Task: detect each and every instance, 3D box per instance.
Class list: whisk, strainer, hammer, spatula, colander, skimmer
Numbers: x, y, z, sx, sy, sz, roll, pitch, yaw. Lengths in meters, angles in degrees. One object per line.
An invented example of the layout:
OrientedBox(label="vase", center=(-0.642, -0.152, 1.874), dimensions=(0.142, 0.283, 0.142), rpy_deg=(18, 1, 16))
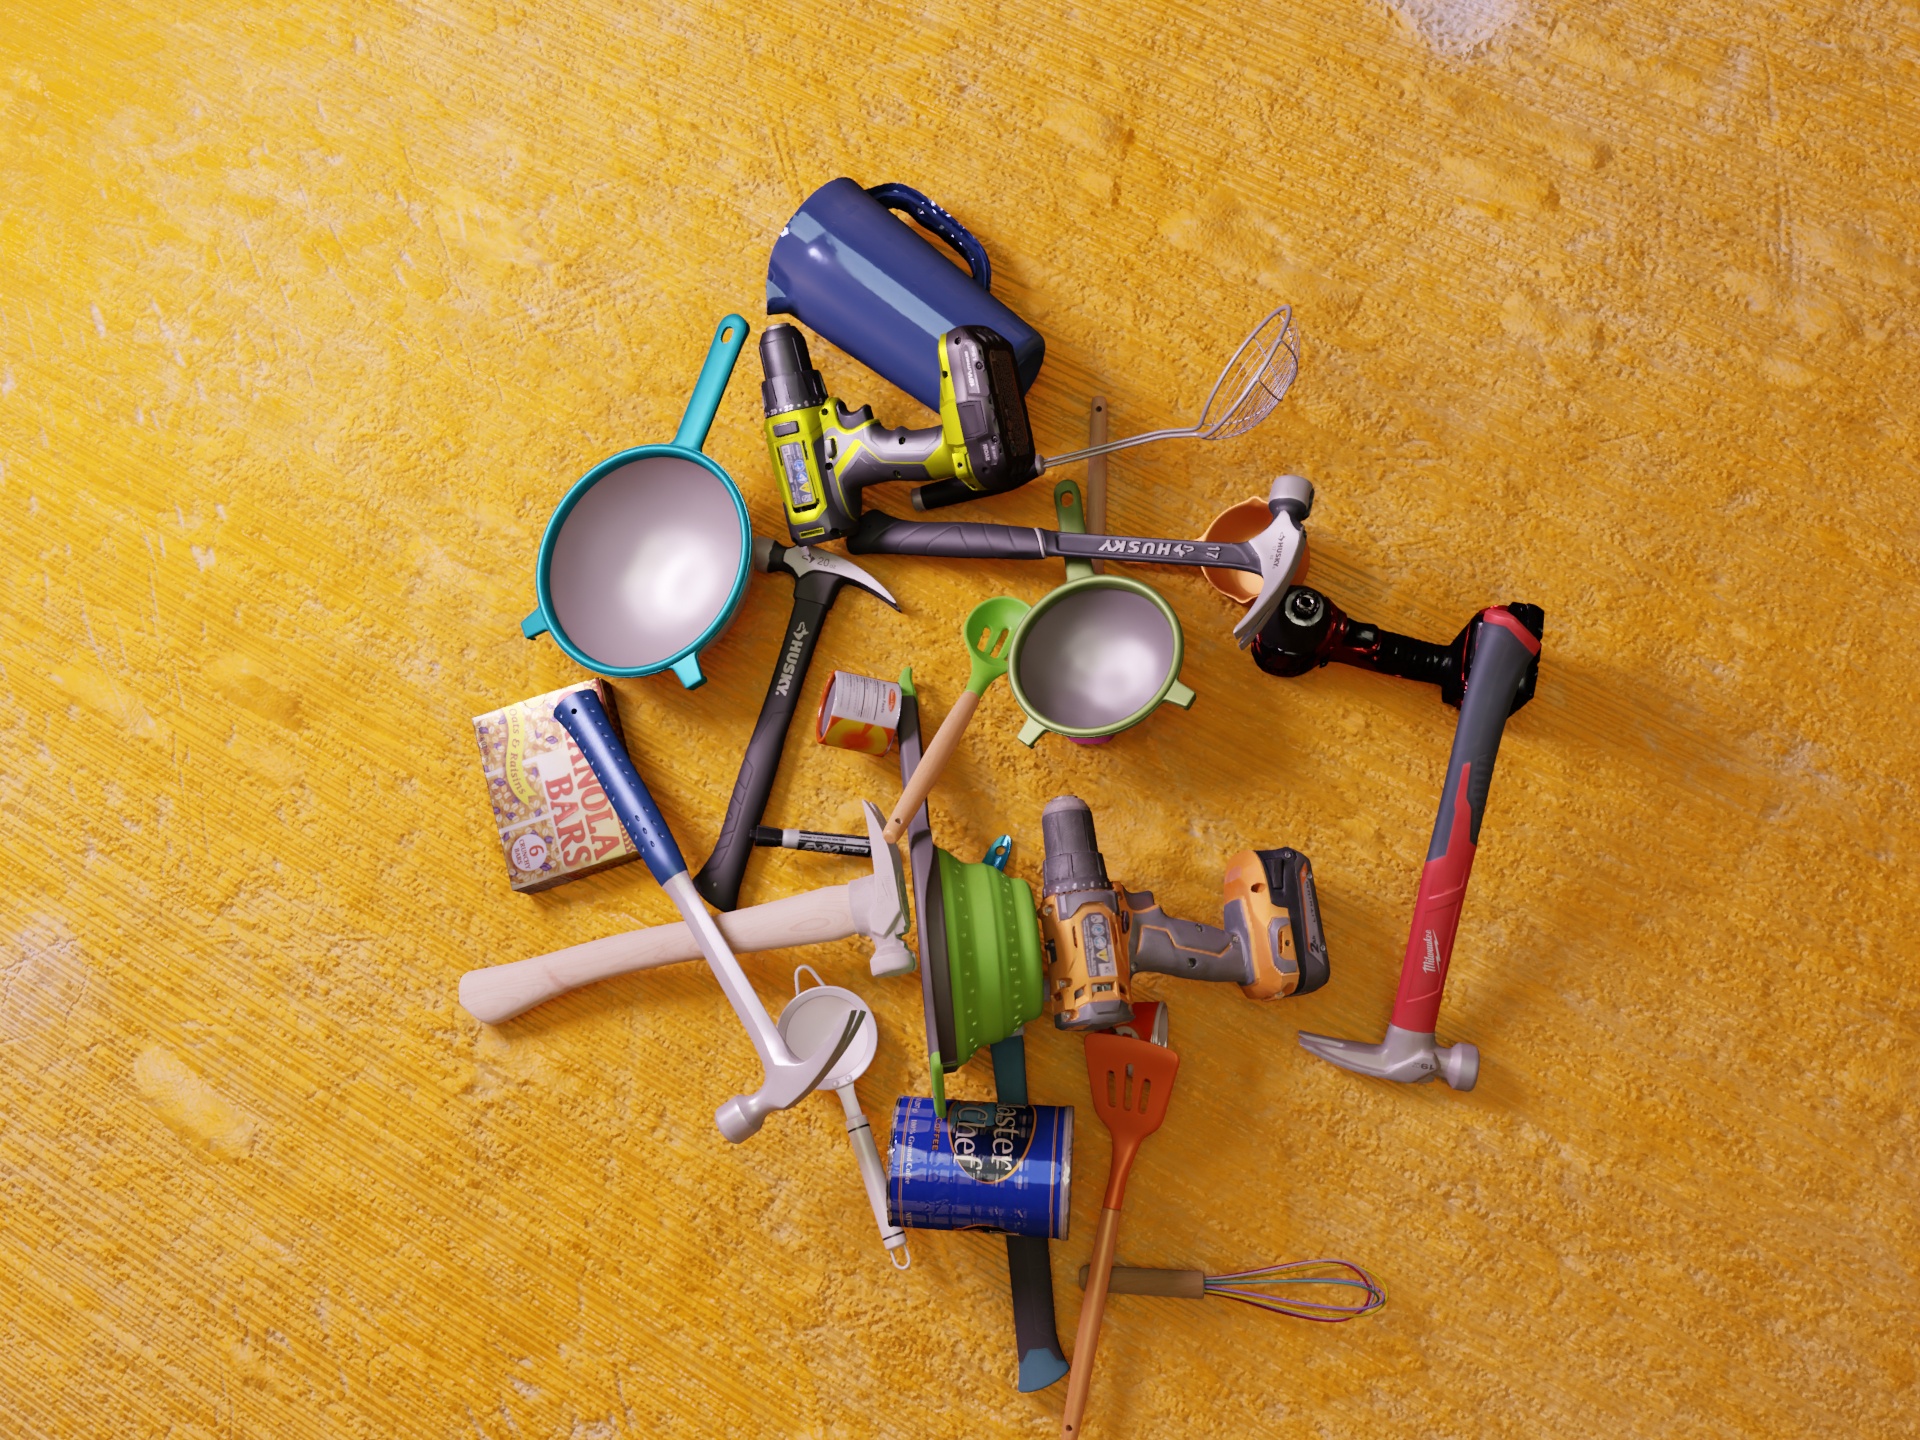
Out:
OrientedBox(label="whisk", center=(0.218, 0.453, 1.279), dimensions=(0.245, 0.051, 0.047), rpy_deg=(0, 58, 11))
OrientedBox(label="strainer", center=(-0.090, 0.329, 1.324), dimensions=(0.087, 0.050, 0.259), rpy_deg=(-20, 73, -2))
OrientedBox(label="strainer", center=(0.114, -0.089, 1.371), dimensions=(0.151, 0.069, 0.257), rpy_deg=(-15, 60, 14))
OrientedBox(label="hammer", center=(0.051, 0.377, 1.313), dimensions=(0.128, 0.033, 0.331), rpy_deg=(-7, 78, 5))
OrientedBox(label="hammer", center=(0.085, -0.144, 1.350), dimensions=(0.409, 0.036, 0.149), rpy_deg=(6, 67, 26))
OrientedBox(label="hammer", center=(-0.241, 0.181, 1.354), dimensions=(0.410, 0.038, 0.146), rpy_deg=(-14, 75, 13))
OrientedBox(label="spatula", center=(0.113, 0.414, 1.269), dimensions=(0.081, 0.041, 0.323), rpy_deg=(8, 82, 23))
OrientedBox(label="strainer", center=(-0.241, -0.191, 1.420), dimensions=(0.211, 0.095, 0.340), rpy_deg=(16, 82, 22))
OrientedBox(label="hammer", center=(-0.162, 0.008, 1.409), dimensions=(0.146, 0.035, 0.335), rpy_deg=(15, 81, 10))
OrientedBox(label="colander", center=(0.006, 0.117, 1.295), dimensions=(0.094, 0.204, 0.398), rpy_deg=(-5, 55, -2))
OrientedBox(label="skimmer", center=(0.119, -0.264, 1.380), dimensions=(0.363, 0.127, 0.090), rpy_deg=(-13, 117, 16))
OrientedBox(label="hammer", center=(0.372, 0.101, 1.257), dimensions=(0.143, 0.038, 0.386), rpy_deg=(10, 103, 8))
OrientedBox(label="hammer", center=(-0.227, 0.138, 1.322), dimensions=(0.144, 0.035, 0.406), rpy_deg=(-36, 69, 6))

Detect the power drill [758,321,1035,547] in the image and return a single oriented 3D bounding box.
OrientedBox(label="power drill", center=(-0.065, -0.261, 1.355), dimensions=(0.228, 0.080, 0.190), rpy_deg=(-9, 99, 25))

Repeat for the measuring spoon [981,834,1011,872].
OrientedBox(label="measuring spoon", center=(0.015, 0.158, 1.371), dimensions=(0.042, 0.021, 0.129), rpy_deg=(20, 73, 23))

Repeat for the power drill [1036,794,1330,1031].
OrientedBox(label="power drill", center=(0.170, 0.148, 1.281), dimensions=(0.226, 0.084, 0.185), rpy_deg=(-2, 74, -17))

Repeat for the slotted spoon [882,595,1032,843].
OrientedBox(label="slotted spoon", center=(-0.002, -0.004, 1.309), dimensions=(0.070, 0.031, 0.314), rpy_deg=(24, 43, 5))

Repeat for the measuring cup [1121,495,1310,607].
OrientedBox(label="measuring cup", center=(0.221, -0.141, 1.392), dimensions=(0.174, 0.052, 0.095), rpy_deg=(2, 78, 31))

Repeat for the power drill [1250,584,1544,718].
OrientedBox(label="power drill", center=(0.354, -0.063, 1.308), dimensions=(0.219, 0.143, 0.078), rpy_deg=(10, 78, 6))

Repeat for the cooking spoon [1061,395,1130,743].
OrientedBox(label="cooking spoon", center=(0.120, -0.136, 1.412), dimensions=(0.069, 0.017, 0.319), rpy_deg=(0, 80, 12))
